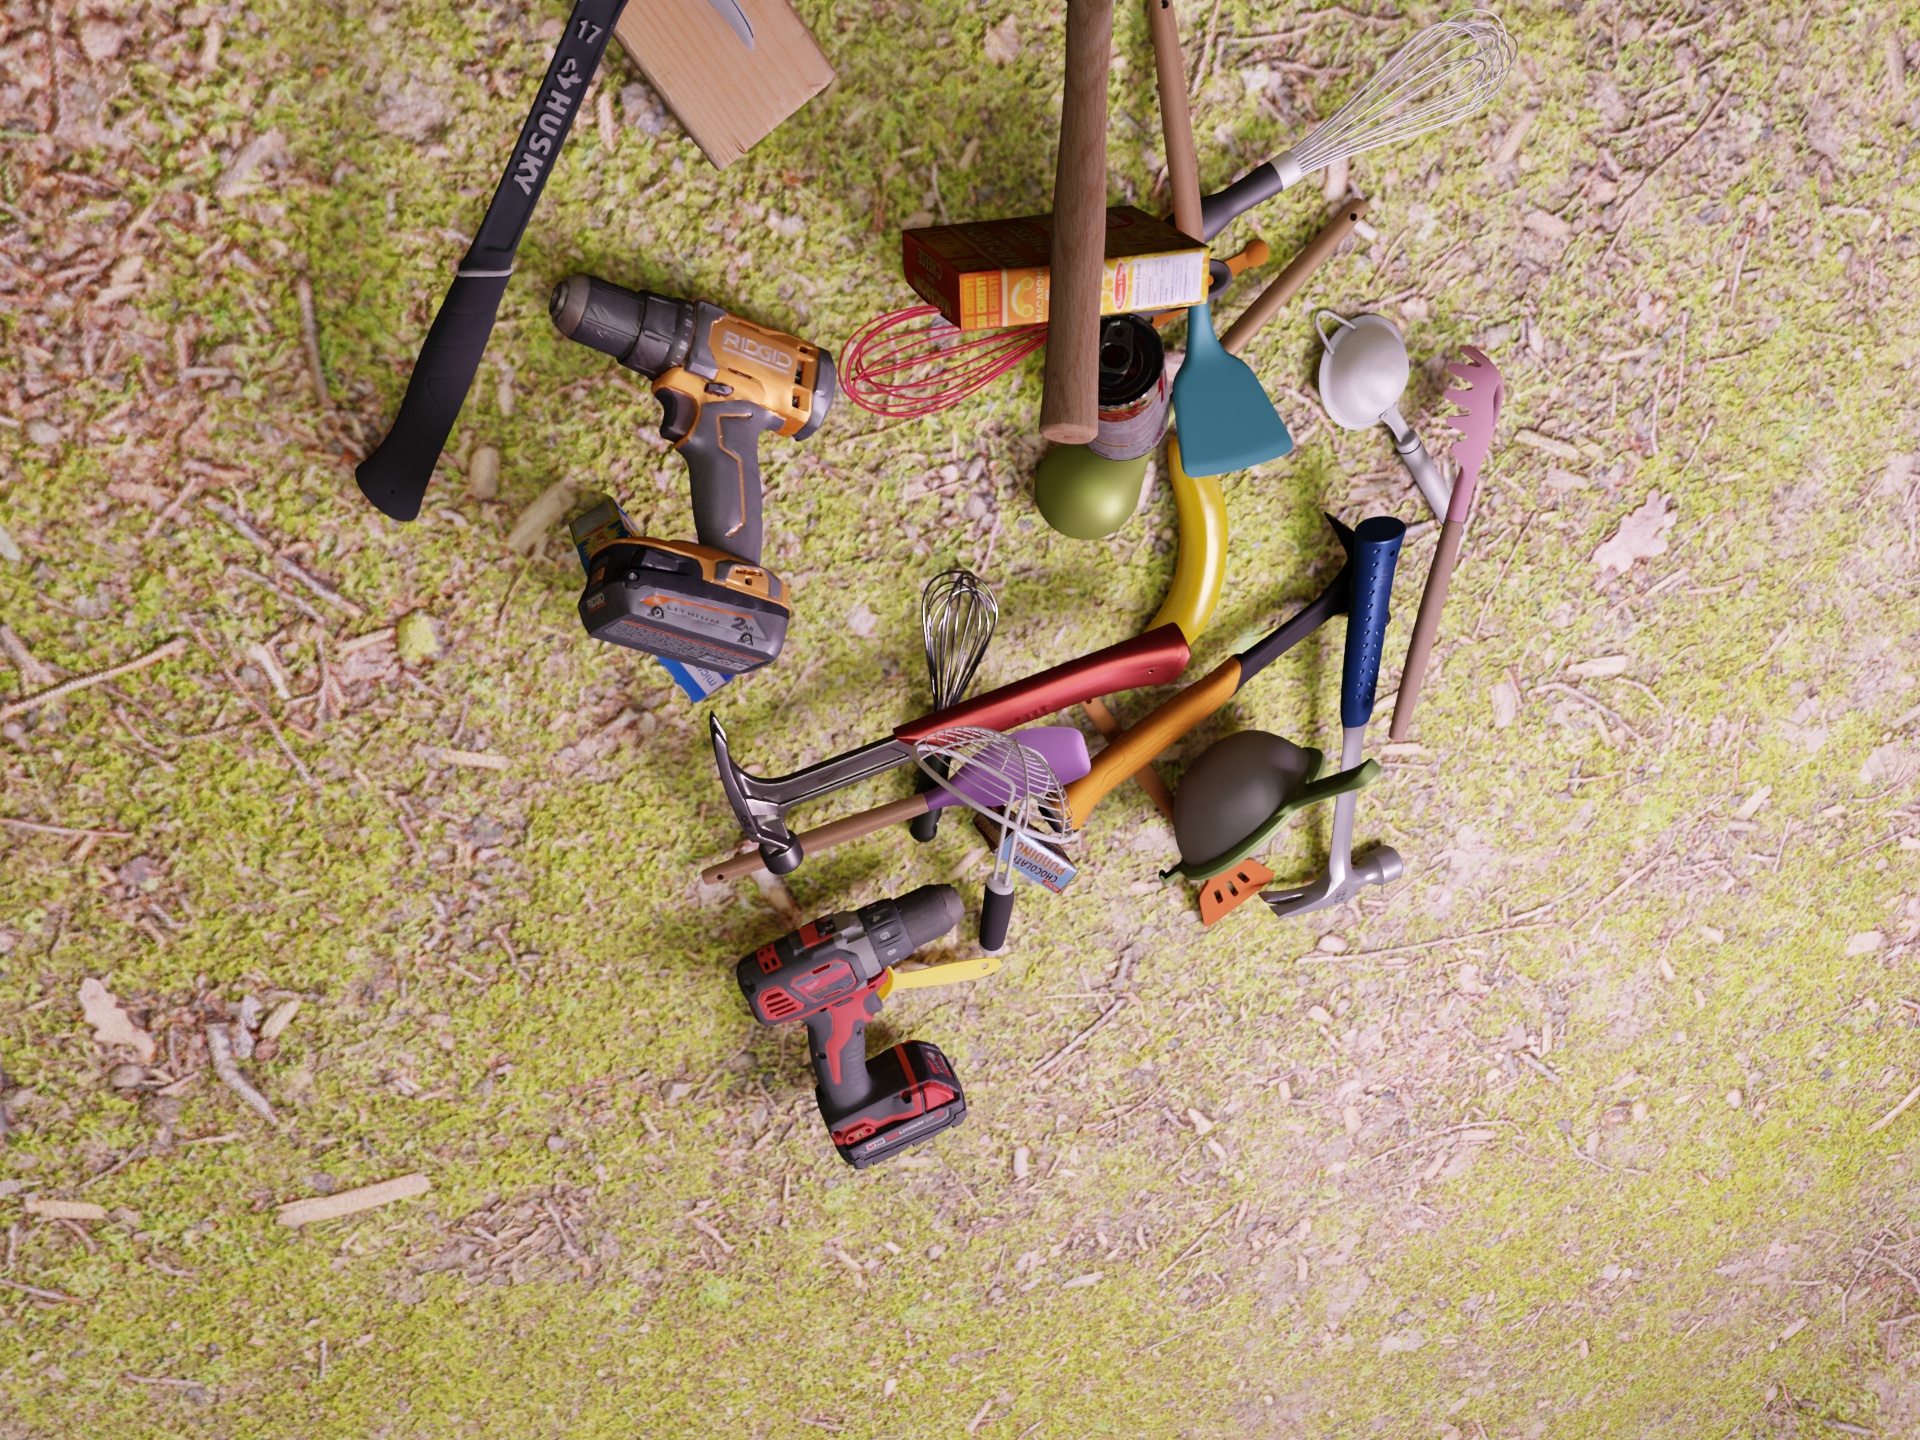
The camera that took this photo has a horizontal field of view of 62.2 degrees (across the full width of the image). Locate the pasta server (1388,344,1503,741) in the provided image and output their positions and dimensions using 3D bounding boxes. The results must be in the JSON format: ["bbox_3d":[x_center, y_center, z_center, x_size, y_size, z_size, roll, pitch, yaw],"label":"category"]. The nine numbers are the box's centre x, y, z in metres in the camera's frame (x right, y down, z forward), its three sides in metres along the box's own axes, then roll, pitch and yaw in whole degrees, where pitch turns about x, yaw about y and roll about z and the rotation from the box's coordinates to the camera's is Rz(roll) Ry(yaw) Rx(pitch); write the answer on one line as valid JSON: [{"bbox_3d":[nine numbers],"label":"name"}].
[{"bbox_3d":[0.376,-0.134,1.256,0.060,0.040,0.316,-20,125,-55],"label":"pasta server"}]

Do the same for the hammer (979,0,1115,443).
[{"bbox_3d":[0.071,-0.330,0.960,0.130,0.031,0.331,6,81,-13],"label":"hammer"}]

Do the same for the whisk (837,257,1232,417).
[{"bbox_3d":[0.055,-0.269,1.086,0.296,0.073,0.073,-19,125,-15],"label":"whisk"}]

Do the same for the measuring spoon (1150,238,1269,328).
[{"bbox_3d":[0.172,-0.308,1.136,0.117,0.011,0.021,-31,126,-1],"label":"measuring spoon"}]

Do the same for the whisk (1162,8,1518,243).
[{"bbox_3d":[0.250,-0.395,1.091,0.284,0.070,0.070,-30,126,5],"label":"whisk"}]

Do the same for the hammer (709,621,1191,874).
[{"bbox_3d":[-0.002,-0.004,1.184,0.359,0.037,0.149,-21,128,-4],"label":"hammer"}]

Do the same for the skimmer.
[{"bbox_3d":[0.018,0.117,1.216,0.090,0.127,0.363,-50,162,-28],"label":"skimmer"}]

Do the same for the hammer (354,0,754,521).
[{"bbox_3d":[-0.260,-0.273,0.910,0.149,0.036,0.408,21,126,-23],"label":"hammer"}]

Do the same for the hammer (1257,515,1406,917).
[{"bbox_3d":[0.329,0.011,1.344,0.144,0.035,0.405,-20,132,-18],"label":"hammer"}]

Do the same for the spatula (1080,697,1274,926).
[{"bbox_3d":[0.179,0.073,1.368,0.081,0.041,0.322,-38,122,3],"label":"spatula"}]

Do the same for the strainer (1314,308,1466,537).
[{"bbox_3d":[0.349,-0.224,1.243,0.087,0.050,0.258,-50,129,-6],"label":"strainer"}]

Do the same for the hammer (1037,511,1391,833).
[{"bbox_3d":[0.199,-0.026,1.282,0.337,0.034,0.127,-38,134,-2],"label":"hammer"}]

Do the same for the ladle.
[{"bbox_3d":[0.177,-0.258,1.158,0.078,0.062,0.320,43,92,-18],"label":"ladle"}]

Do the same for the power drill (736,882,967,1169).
[{"bbox_3d":[-0.063,0.244,1.310,0.188,0.080,0.226,-24,123,-7],"label":"power drill"}]

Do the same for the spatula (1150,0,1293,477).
[{"bbox_3d":[0.160,-0.325,1.064,0.082,0.044,0.317,-15,112,-8],"label":"spatula"}]

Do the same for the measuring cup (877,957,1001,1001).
[{"bbox_3d":[-0.041,0.213,1.364,0.156,0.029,0.062,-5,121,-22],"label":"measuring cup"}]

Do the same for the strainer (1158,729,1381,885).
[{"bbox_3d":[0.236,0.045,1.247,0.069,0.256,0.151,46,68,-4],"label":"strainer"}]

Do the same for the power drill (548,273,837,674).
[{"bbox_3d":[-0.178,-0.159,0.990,0.185,0.084,0.226,16,72,-31],"label":"power drill"}]

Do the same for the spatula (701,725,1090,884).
[{"bbox_3d":[-0.052,0.070,1.241,0.316,0.018,0.059,-19,117,-1],"label":"spatula"}]

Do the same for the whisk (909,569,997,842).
[{"bbox_3d":[-0.014,-0.007,1.232,0.059,0.058,0.246,16,122,9],"label":"whisk"}]
